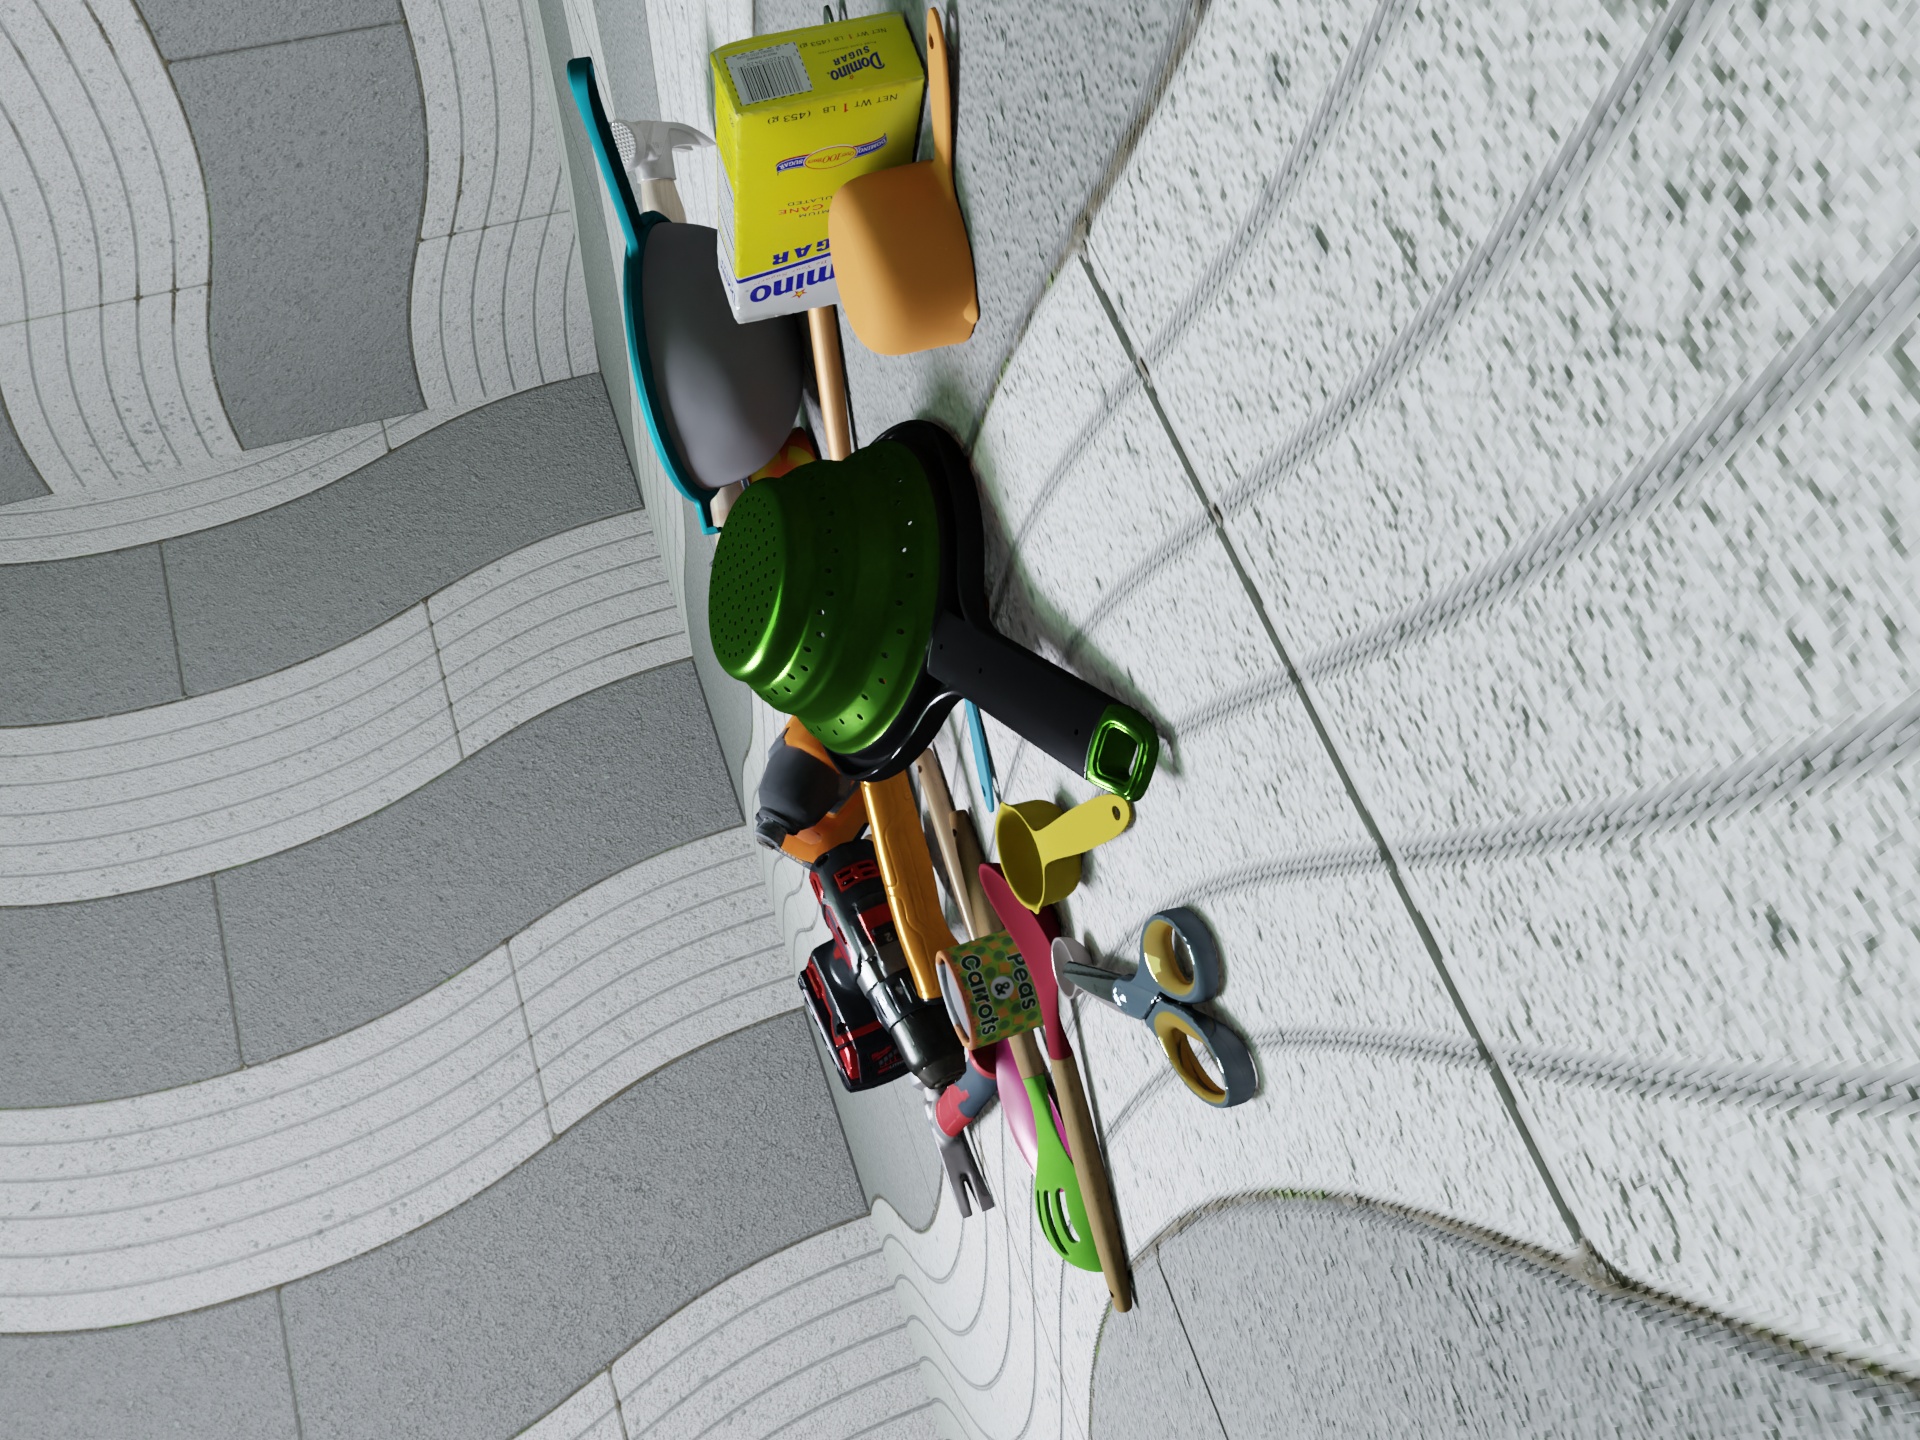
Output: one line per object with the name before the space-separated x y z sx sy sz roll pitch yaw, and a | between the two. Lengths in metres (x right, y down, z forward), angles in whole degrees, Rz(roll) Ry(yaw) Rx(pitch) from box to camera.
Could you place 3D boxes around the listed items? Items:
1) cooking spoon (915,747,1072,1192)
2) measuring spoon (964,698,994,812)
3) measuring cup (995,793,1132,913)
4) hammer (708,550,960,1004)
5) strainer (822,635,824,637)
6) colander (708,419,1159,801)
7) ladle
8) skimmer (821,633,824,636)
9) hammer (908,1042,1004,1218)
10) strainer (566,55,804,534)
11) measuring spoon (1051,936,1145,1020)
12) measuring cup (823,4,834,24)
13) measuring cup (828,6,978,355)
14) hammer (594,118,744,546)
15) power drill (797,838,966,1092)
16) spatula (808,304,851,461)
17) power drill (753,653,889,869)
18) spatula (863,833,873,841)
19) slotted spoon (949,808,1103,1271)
cooking spoon | 0.020 0.169 1.105 0.068 0.017 0.319 -36 69 56
measuring spoon | -0.002 -0.003 0.975 0.042 0.021 0.128 -161 58 -75
measuring cup | 0.060 0.057 0.802 0.156 0.029 0.062 -36 70 64
hammer | -0.061 0.030 1.049 0.034 0.127 0.337 -156 50 -77
strainer | -0.078 -0.052 1.220 0.087 0.050 0.258 54 161 -1
colander | -0.041 -0.046 0.803 0.397 0.094 0.204 35 113 57
ladle | 0.066 0.225 0.959 0.069 0.031 0.315 22 129 64
skimmer | -0.160 -0.100 1.401 0.363 0.090 0.127 69 -166 13
hammer | 0.011 0.319 1.294 0.386 0.038 0.143 107 144 -68
strainer | -0.176 -0.308 1.111 0.340 0.095 0.211 76 -169 -51
measuring spoon | 0.079 0.136 0.831 0.124 0.018 0.034 -173 74 -69
measuring cup | -0.081 -0.318 0.891 0.167 0.038 0.083 88 162 -54
measuring cup | -0.031 -0.243 0.732 0.173 0.052 0.095 90 160 -57
hammer | -0.206 -0.276 1.305 0.146 0.038 0.410 -45 -53 -65
power drill | -0.057 0.211 1.200 0.188 0.080 0.226 62 161 23
spatula | -0.094 -0.194 1.102 0.081 0.041 0.322 -95 -1 -56
power drill | -0.103 0.043 1.180 0.084 0.164 0.226 29 161 4
spatula | -0.063 0.113 1.346 0.317 0.044 0.082 173 76 -78
slotted spoon | 0.039 0.210 1.050 0.070 0.031 0.314 -32 71 55
